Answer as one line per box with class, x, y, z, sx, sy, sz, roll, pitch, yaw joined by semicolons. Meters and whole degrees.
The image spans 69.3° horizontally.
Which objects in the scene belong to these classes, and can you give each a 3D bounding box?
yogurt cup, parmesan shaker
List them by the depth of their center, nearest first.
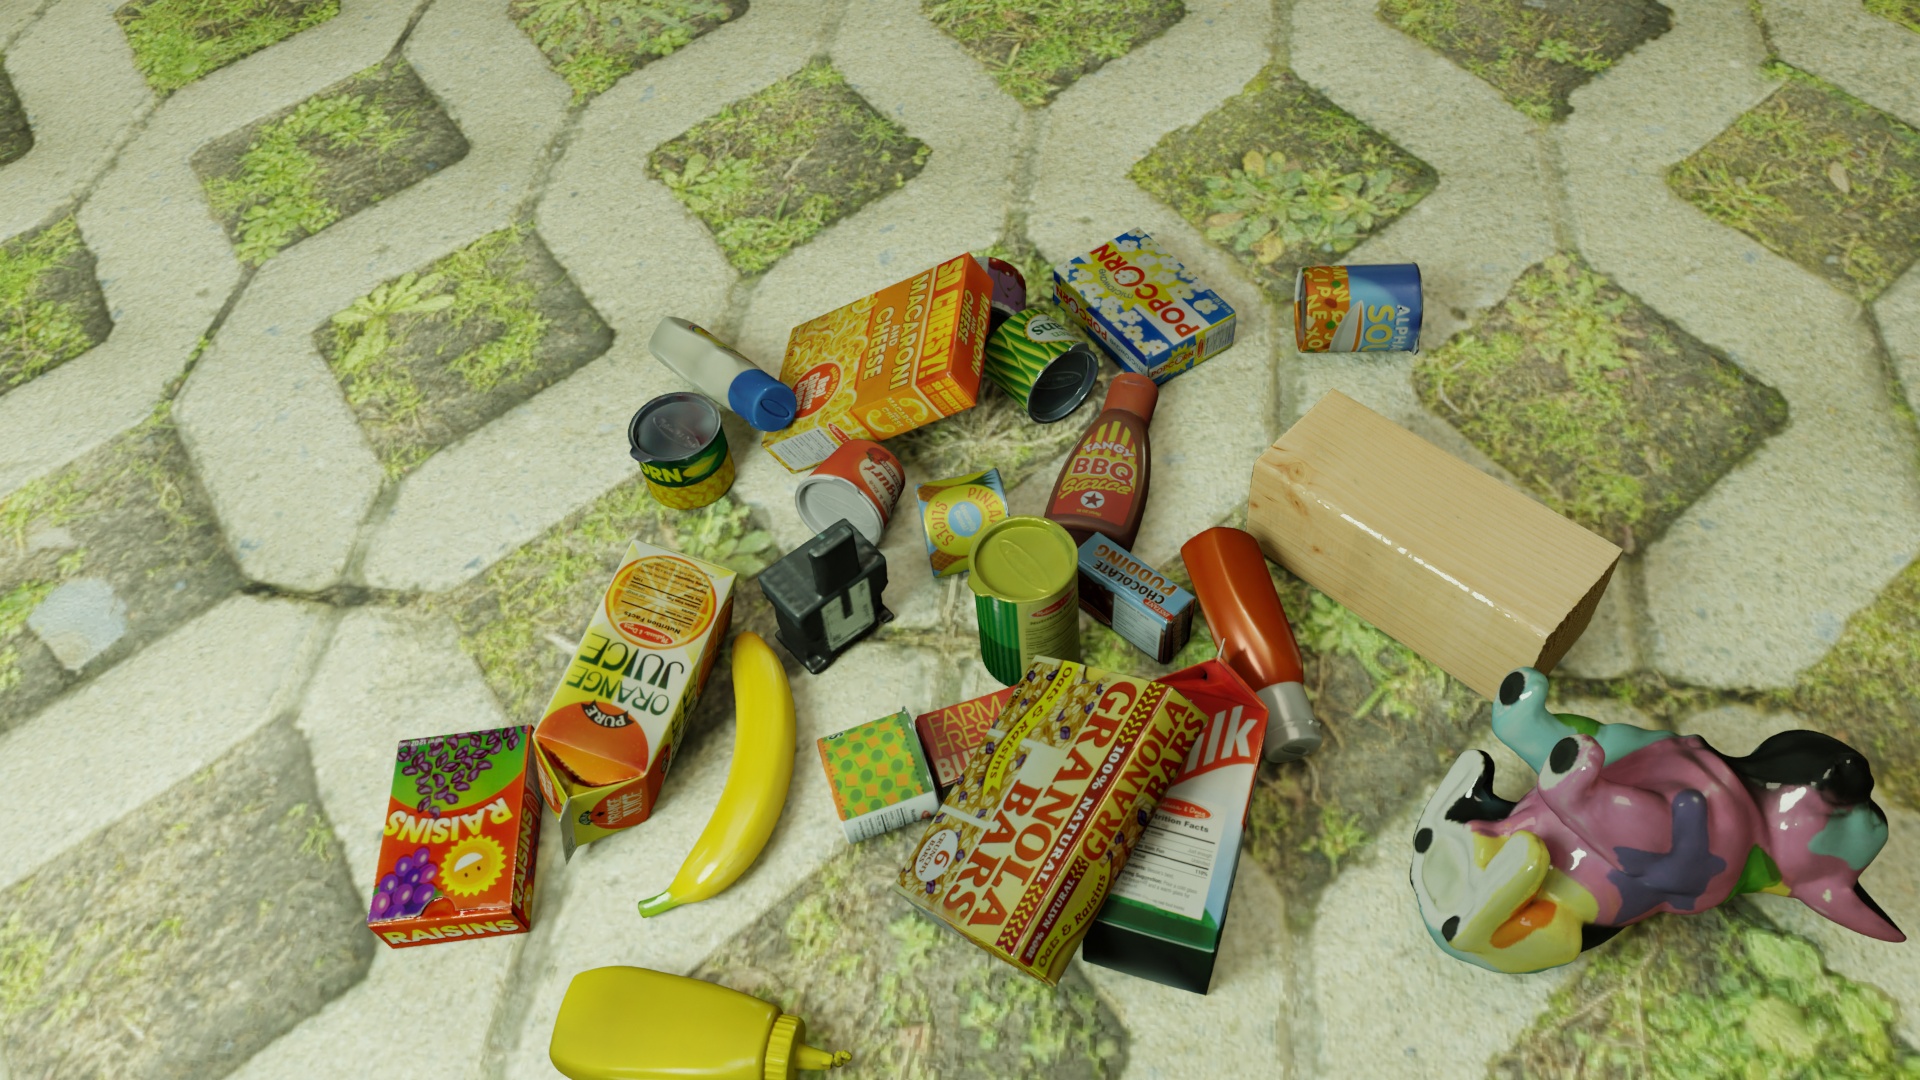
parmesan shaker;0.039;0.042;0.873;0.071;0.102;0.072;-3;52;3
yogurt cup;-0.074;-0.034;0.969;0.072;0.072;0.054;17;48;18

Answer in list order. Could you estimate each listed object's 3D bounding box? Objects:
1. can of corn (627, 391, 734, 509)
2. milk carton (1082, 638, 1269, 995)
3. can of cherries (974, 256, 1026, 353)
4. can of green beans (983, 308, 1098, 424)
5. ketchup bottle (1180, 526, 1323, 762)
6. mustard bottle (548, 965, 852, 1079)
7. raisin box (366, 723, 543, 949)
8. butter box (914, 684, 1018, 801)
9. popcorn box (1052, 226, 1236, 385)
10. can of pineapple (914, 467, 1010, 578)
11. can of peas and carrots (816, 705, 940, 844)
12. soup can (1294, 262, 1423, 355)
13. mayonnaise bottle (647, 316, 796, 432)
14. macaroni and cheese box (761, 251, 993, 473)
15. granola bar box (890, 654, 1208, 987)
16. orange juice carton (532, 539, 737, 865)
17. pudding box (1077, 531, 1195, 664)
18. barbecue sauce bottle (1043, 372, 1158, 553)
can of corn;-0.203;-0.063;1.006;0.071;0.058;0.071;-3;52;3
milk carton;0.130;0.151;0.800;0.073;0.072;0.191;12;56;15
can of cherries;0.019;-0.174;1.069;0.071;0.071;0.059;-1;52;5
can of green beans;0.059;-0.129;1.027;0.071;0.071;0.058;-32;56;-18
ketchup bottle;0.185;0.064;0.872;0.043;0.065;0.149;-36;53;30
mustard bottle;-0.136;0.271;0.748;0.160;0.048;0.065;6;54;9
raisin box;-0.301;0.178;0.842;0.086;0.040;0.124;-6;53;0
butter box;0.028;0.121;0.863;0.104;0.024;0.053;-17;53;-7
popcorn box;0.141;-0.181;1.077;0.085;0.038;0.127;-29;55;-15
can of pineapple;0.003;-0.012;0.940;0.058;0.070;0.071;-12;52;-2
can of peas and carrots;-0.050;0.139;0.830;0.059;0.070;0.071;-18;53;-7
soup can;0.296;-0.171;1.037;0.084;0.071;0.072;-1;53;6
mayonnaise bottle;-0.172;-0.122;1.025;0.148;0.064;0.041;34;95;45
macaroni and cheese box;-0.059;-0.128;1.009;0.166;0.040;0.124;-17;47;30
granola bar box;0.047;0.147;0.771;0.124;0.039;0.166;6;58;57
orange juice carton;-0.207;0.102;0.861;0.073;0.071;0.194;19;55;-1
pudding box;0.110;0.037;0.904;0.084;0.049;0.030;35;62;28
barbecue sauce bottle;0.106;-0.054;0.979;0.065;0.043;0.149;11;54;15
